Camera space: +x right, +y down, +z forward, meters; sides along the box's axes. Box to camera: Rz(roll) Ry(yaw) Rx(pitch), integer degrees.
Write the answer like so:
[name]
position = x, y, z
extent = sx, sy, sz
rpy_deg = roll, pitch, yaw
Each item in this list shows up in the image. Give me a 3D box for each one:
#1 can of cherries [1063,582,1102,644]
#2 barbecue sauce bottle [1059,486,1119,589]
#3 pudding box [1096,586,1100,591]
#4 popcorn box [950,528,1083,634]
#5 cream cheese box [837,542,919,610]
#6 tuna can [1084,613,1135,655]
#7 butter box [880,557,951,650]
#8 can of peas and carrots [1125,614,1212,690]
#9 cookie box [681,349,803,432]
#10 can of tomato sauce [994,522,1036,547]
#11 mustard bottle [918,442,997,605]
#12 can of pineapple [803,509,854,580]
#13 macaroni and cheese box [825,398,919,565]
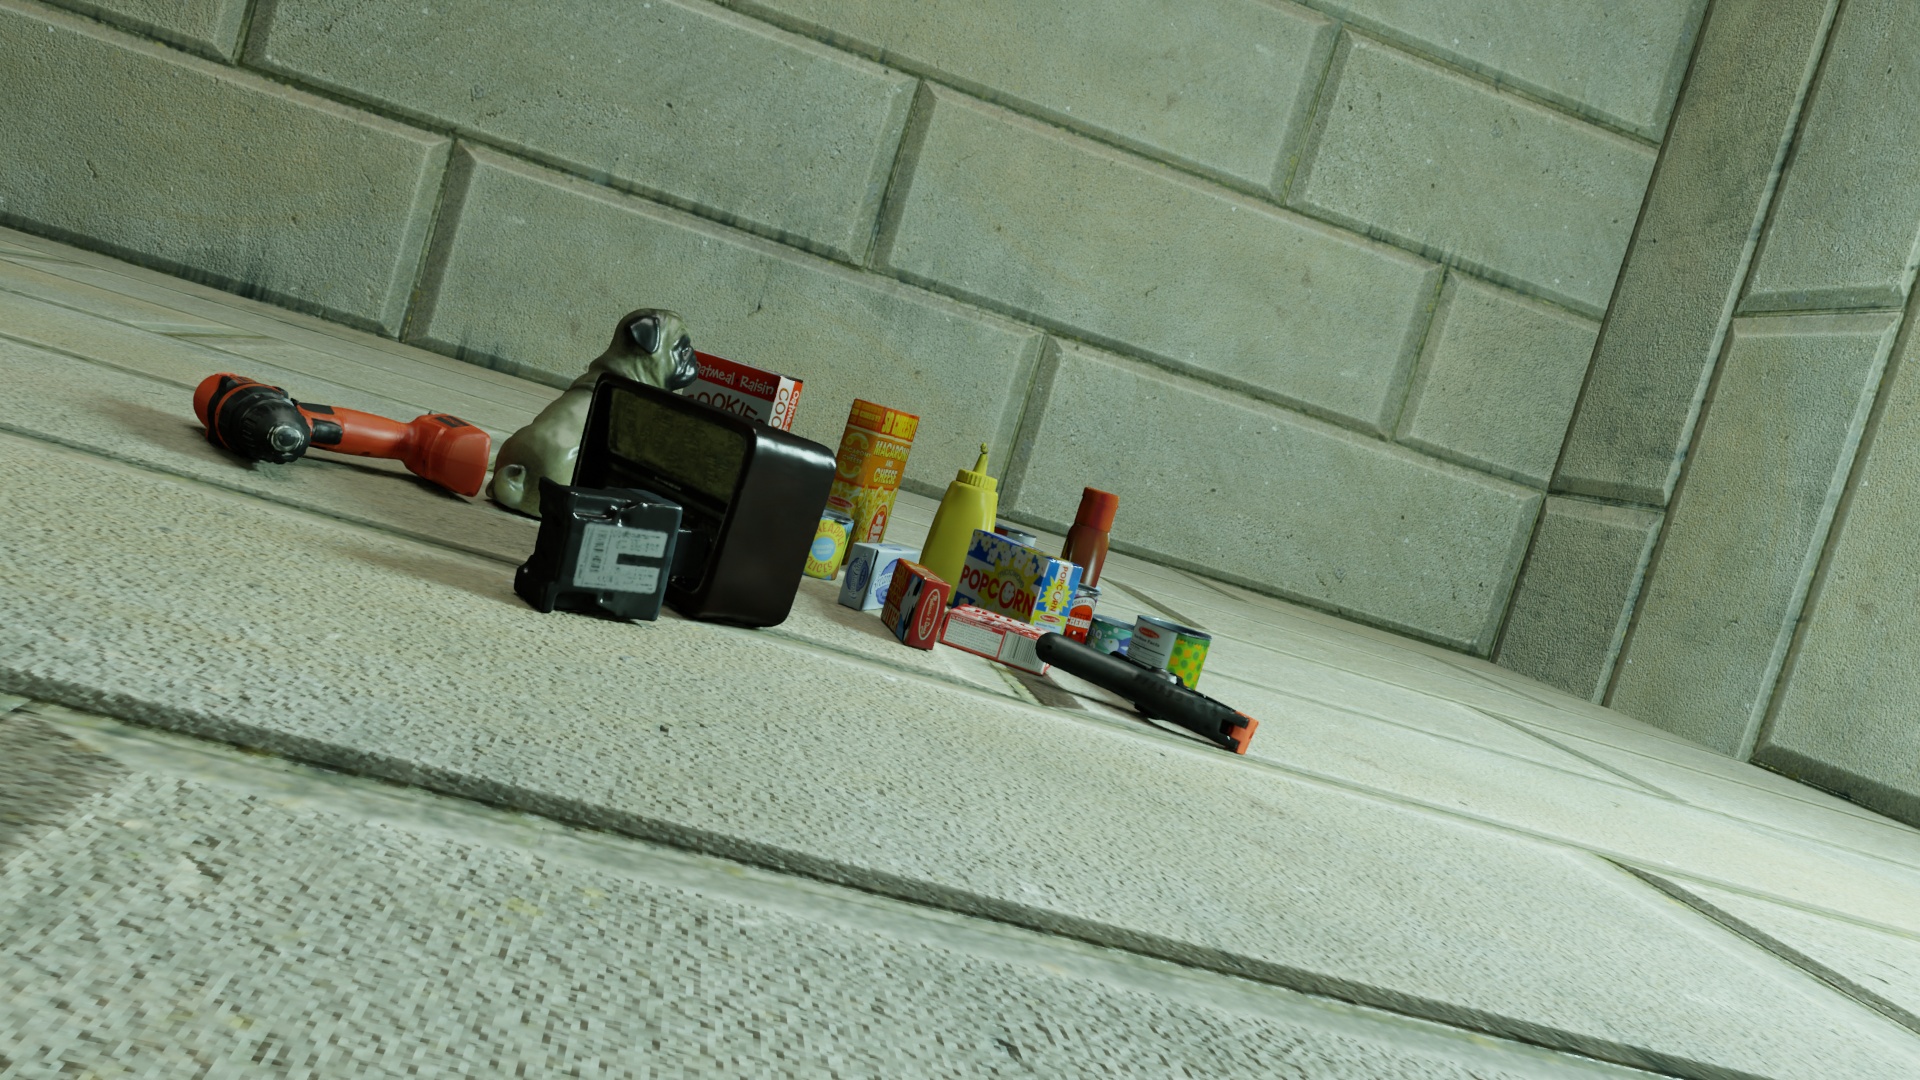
[can of cherries]
position = 0.094, 0.067, 1.310
extent = 0.071, 0.058, 0.071
rpy_deg = 17, 4, -1
[barbecue sauce bottle]
position = 0.119, 0.022, 1.376
extent = 0.044, 0.148, 0.065
rpy_deg = 17, 4, -4
[pudding box]
position = 0.107, 0.064, 1.457
extent = 0.030, 0.049, 0.084
rpy_deg = 20, 5, 40
[popcorn box]
position = 0.046, 0.045, 1.213
extent = 0.038, 0.085, 0.127
rpy_deg = 15, 5, -33
[cream cheese box]
position = -0.068, 0.030, 1.175
extent = 0.024, 0.053, 0.104
rpy_deg = 18, 4, 17
[tuna can]
position = 0.151, 0.095, 1.337
extent = 0.071, 0.033, 0.071
rpy_deg = 17, 4, -1
[butter box]
position = -0.036, 0.048, 1.074
extent = 0.024, 0.053, 0.103
rpy_deg = 16, 4, -15
[can of peas and carrots]
position = 0.176, 0.101, 1.186
extent = 0.071, 0.058, 0.071
rpy_deg = 17, 4, -1
[cookie box]
position = -0.241, -0.102, 1.431
extent = 0.123, 0.167, 0.040
rpy_deg = 19, 4, 30
[can of tomato sauce]
position = 0.035, 0.025, 1.448
extent = 0.071, 0.083, 0.071
rpy_deg = 17, 4, -1
[mustard bottle]
position = 0.005, -0.017, 1.351
extent = 0.065, 0.160, 0.049
rpy_deg = 17, 4, 5
[can of pineapple]
position = -0.136, 0.000, 1.267
extent = 0.071, 0.058, 0.071
rpy_deg = 17, 4, -1
[macaroni and cheese box]
position = -0.100, -0.059, 1.444
extent = 0.040, 0.166, 0.124
rpy_deg = 18, 4, 14
